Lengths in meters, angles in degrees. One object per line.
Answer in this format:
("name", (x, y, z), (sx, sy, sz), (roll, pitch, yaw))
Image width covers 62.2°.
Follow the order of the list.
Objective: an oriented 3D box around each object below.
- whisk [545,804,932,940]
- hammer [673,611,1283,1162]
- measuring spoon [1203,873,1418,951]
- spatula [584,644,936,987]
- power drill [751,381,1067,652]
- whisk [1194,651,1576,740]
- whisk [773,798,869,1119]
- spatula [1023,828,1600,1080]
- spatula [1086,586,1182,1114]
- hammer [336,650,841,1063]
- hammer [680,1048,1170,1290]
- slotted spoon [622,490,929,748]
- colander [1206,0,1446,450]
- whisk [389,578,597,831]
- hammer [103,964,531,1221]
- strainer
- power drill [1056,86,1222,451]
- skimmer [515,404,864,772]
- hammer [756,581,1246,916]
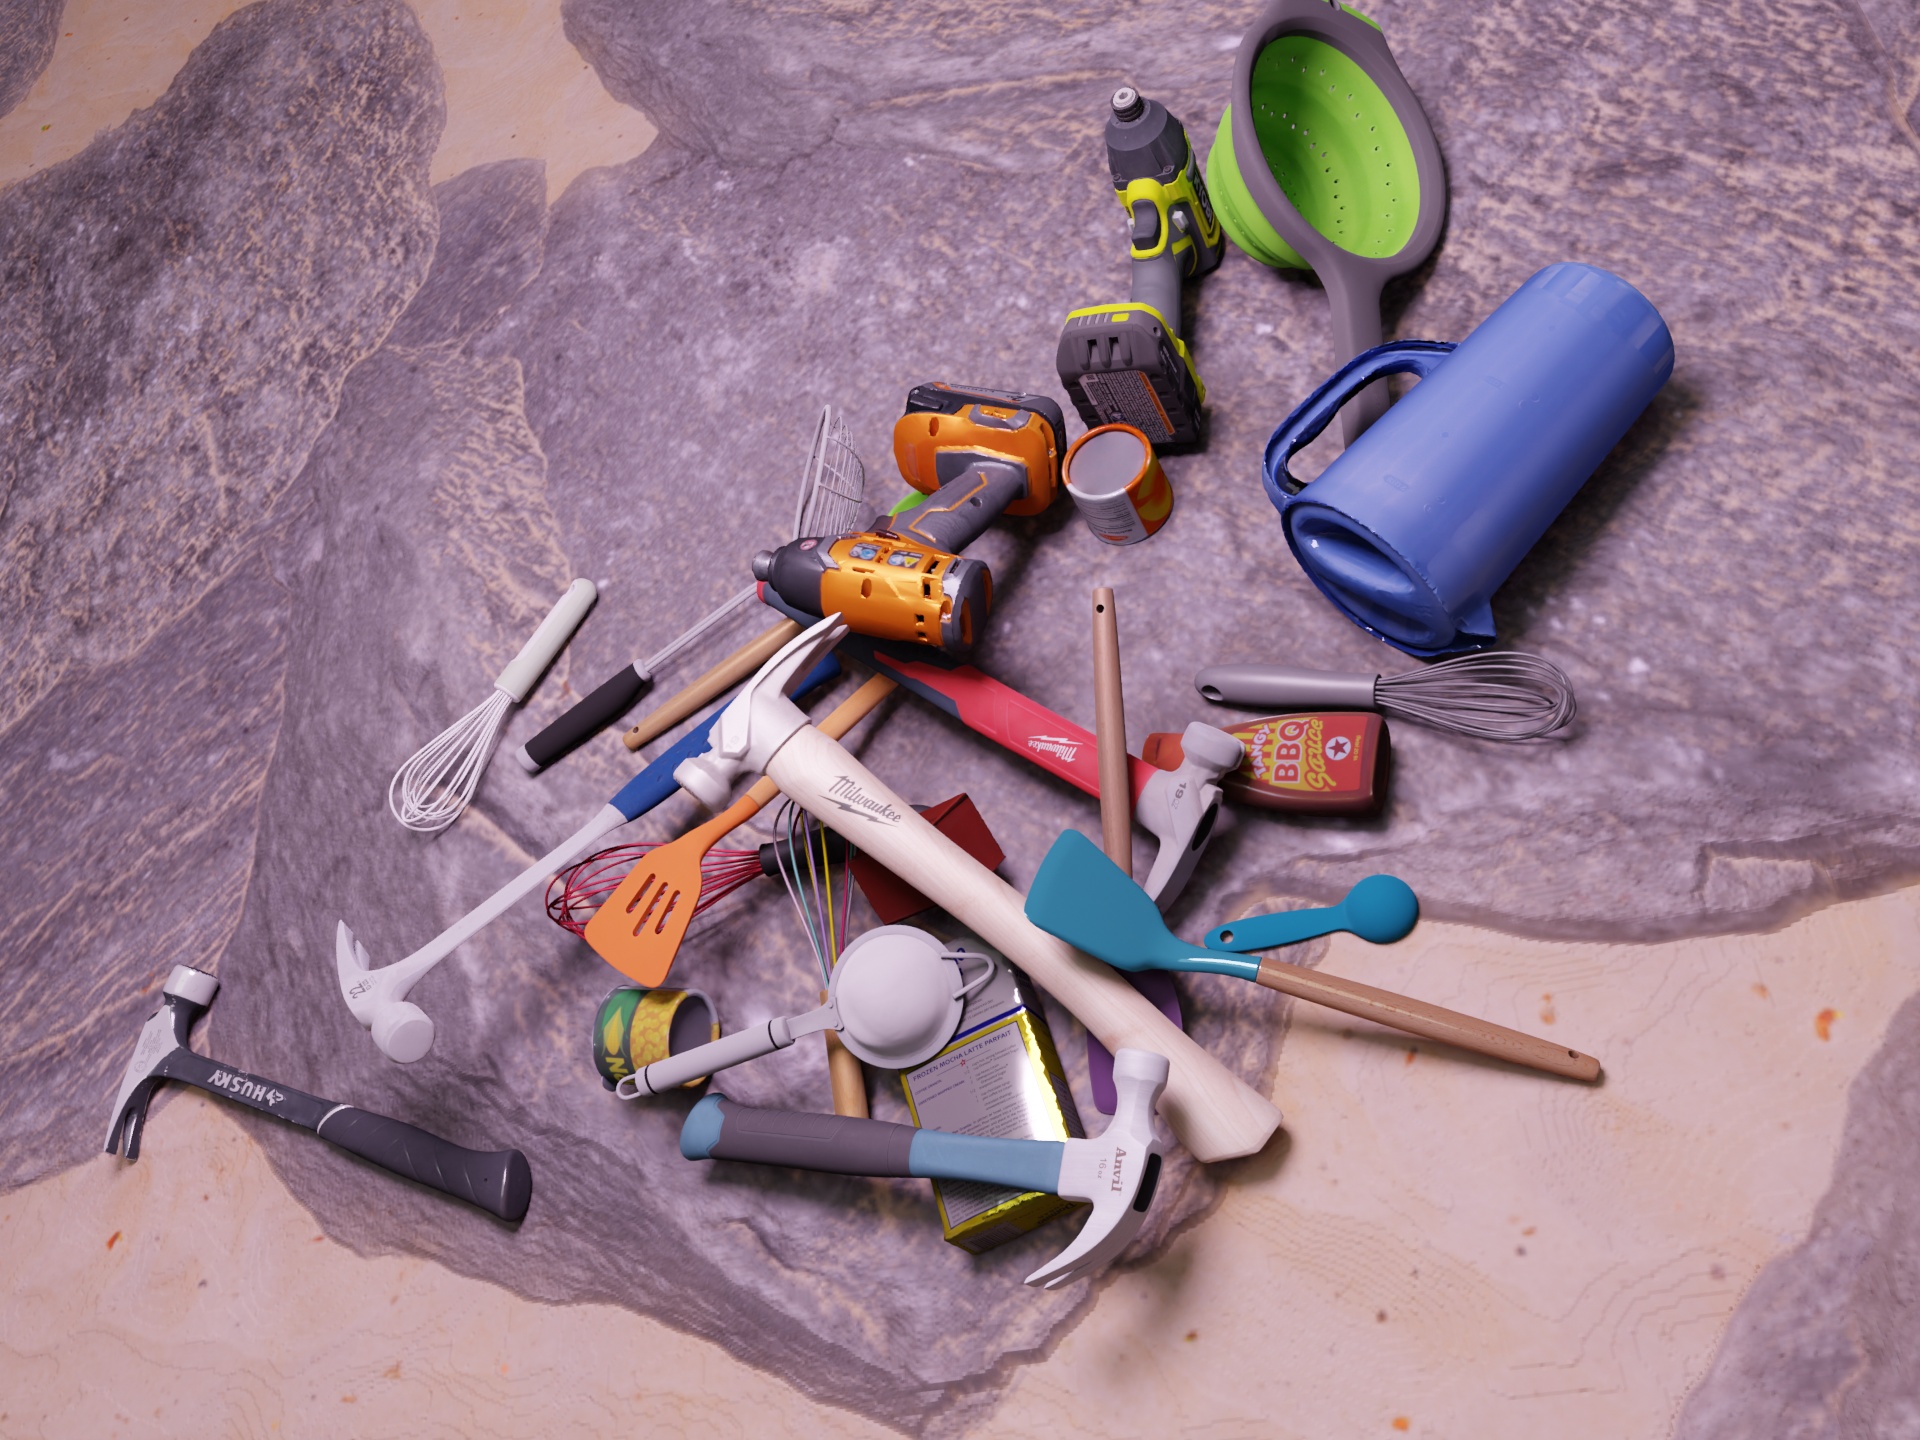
("whisk", (-0.153, 0.102, 1.103), (0.296, 0.073, 0.073), (-14, 58, 12))
("hammer", (0.023, 0.104, 0.945), (0.411, 0.038, 0.146), (38, 81, 15))
("measuring spoon", (0.205, 0.117, 0.944), (0.128, 0.021, 0.042), (-14, 58, 17))
("spatula", (-0.124, 0.047, 1.091), (0.081, 0.041, 0.323), (26, 57, 35))
("power drill", (-0.031, -0.142, 1.091), (0.164, 0.084, 0.227), (12, 46, 20))
("whisk", (0.256, -0.019, 0.984), (0.239, 0.055, 0.055), (4, 65, 31))
("whisk", (-0.083, 0.152, 1.025), (0.047, 0.051, 0.245), (-22, 70, 40))
("spatula", (0.193, 0.140, 0.884), (0.317, 0.044, 0.082), (15, 39, 16))
("spatula", (0.097, 0.076, 0.955), (0.060, 0.018, 0.316), (-6, 84, 22))
("hammer", (-0.250, 0.068, 1.105), (0.405, 0.035, 0.144), (-39, 38, -22))
("hammer", (-0.035, 0.249, 0.926), (0.331, 0.033, 0.128), (-5, 64, 35))
("slotted spoon", (-0.129, -0.071, 1.207), (0.314, 0.031, 0.070), (-35, 54, 6))
("colander", (0.248, -0.315, 1.124), (0.094, 0.204, 0.397), (-22, 66, 54))
("whisk", (-0.371, -0.016, 1.279), (0.058, 0.059, 0.246), (4, 56, 58))
("hammer", (-0.471, 0.292, 1.158), (0.409, 0.036, 0.149), (9, 68, 29))
("strainer", (-0.103, 0.191, 0.979), (0.258, 0.050, 0.087), (-22, 72, 15))
("power drill", (0.131, -0.322, 1.139), (0.080, 0.171, 0.223), (-1, 66, 25))
("skimmer", (-0.216, -0.097, 1.223), (0.363, 0.090, 0.127), (-37, 20, 6))
("hammer", (-0.002, -0.003, 1.060), (0.387, 0.038, 0.143), (30, 101, 31))
